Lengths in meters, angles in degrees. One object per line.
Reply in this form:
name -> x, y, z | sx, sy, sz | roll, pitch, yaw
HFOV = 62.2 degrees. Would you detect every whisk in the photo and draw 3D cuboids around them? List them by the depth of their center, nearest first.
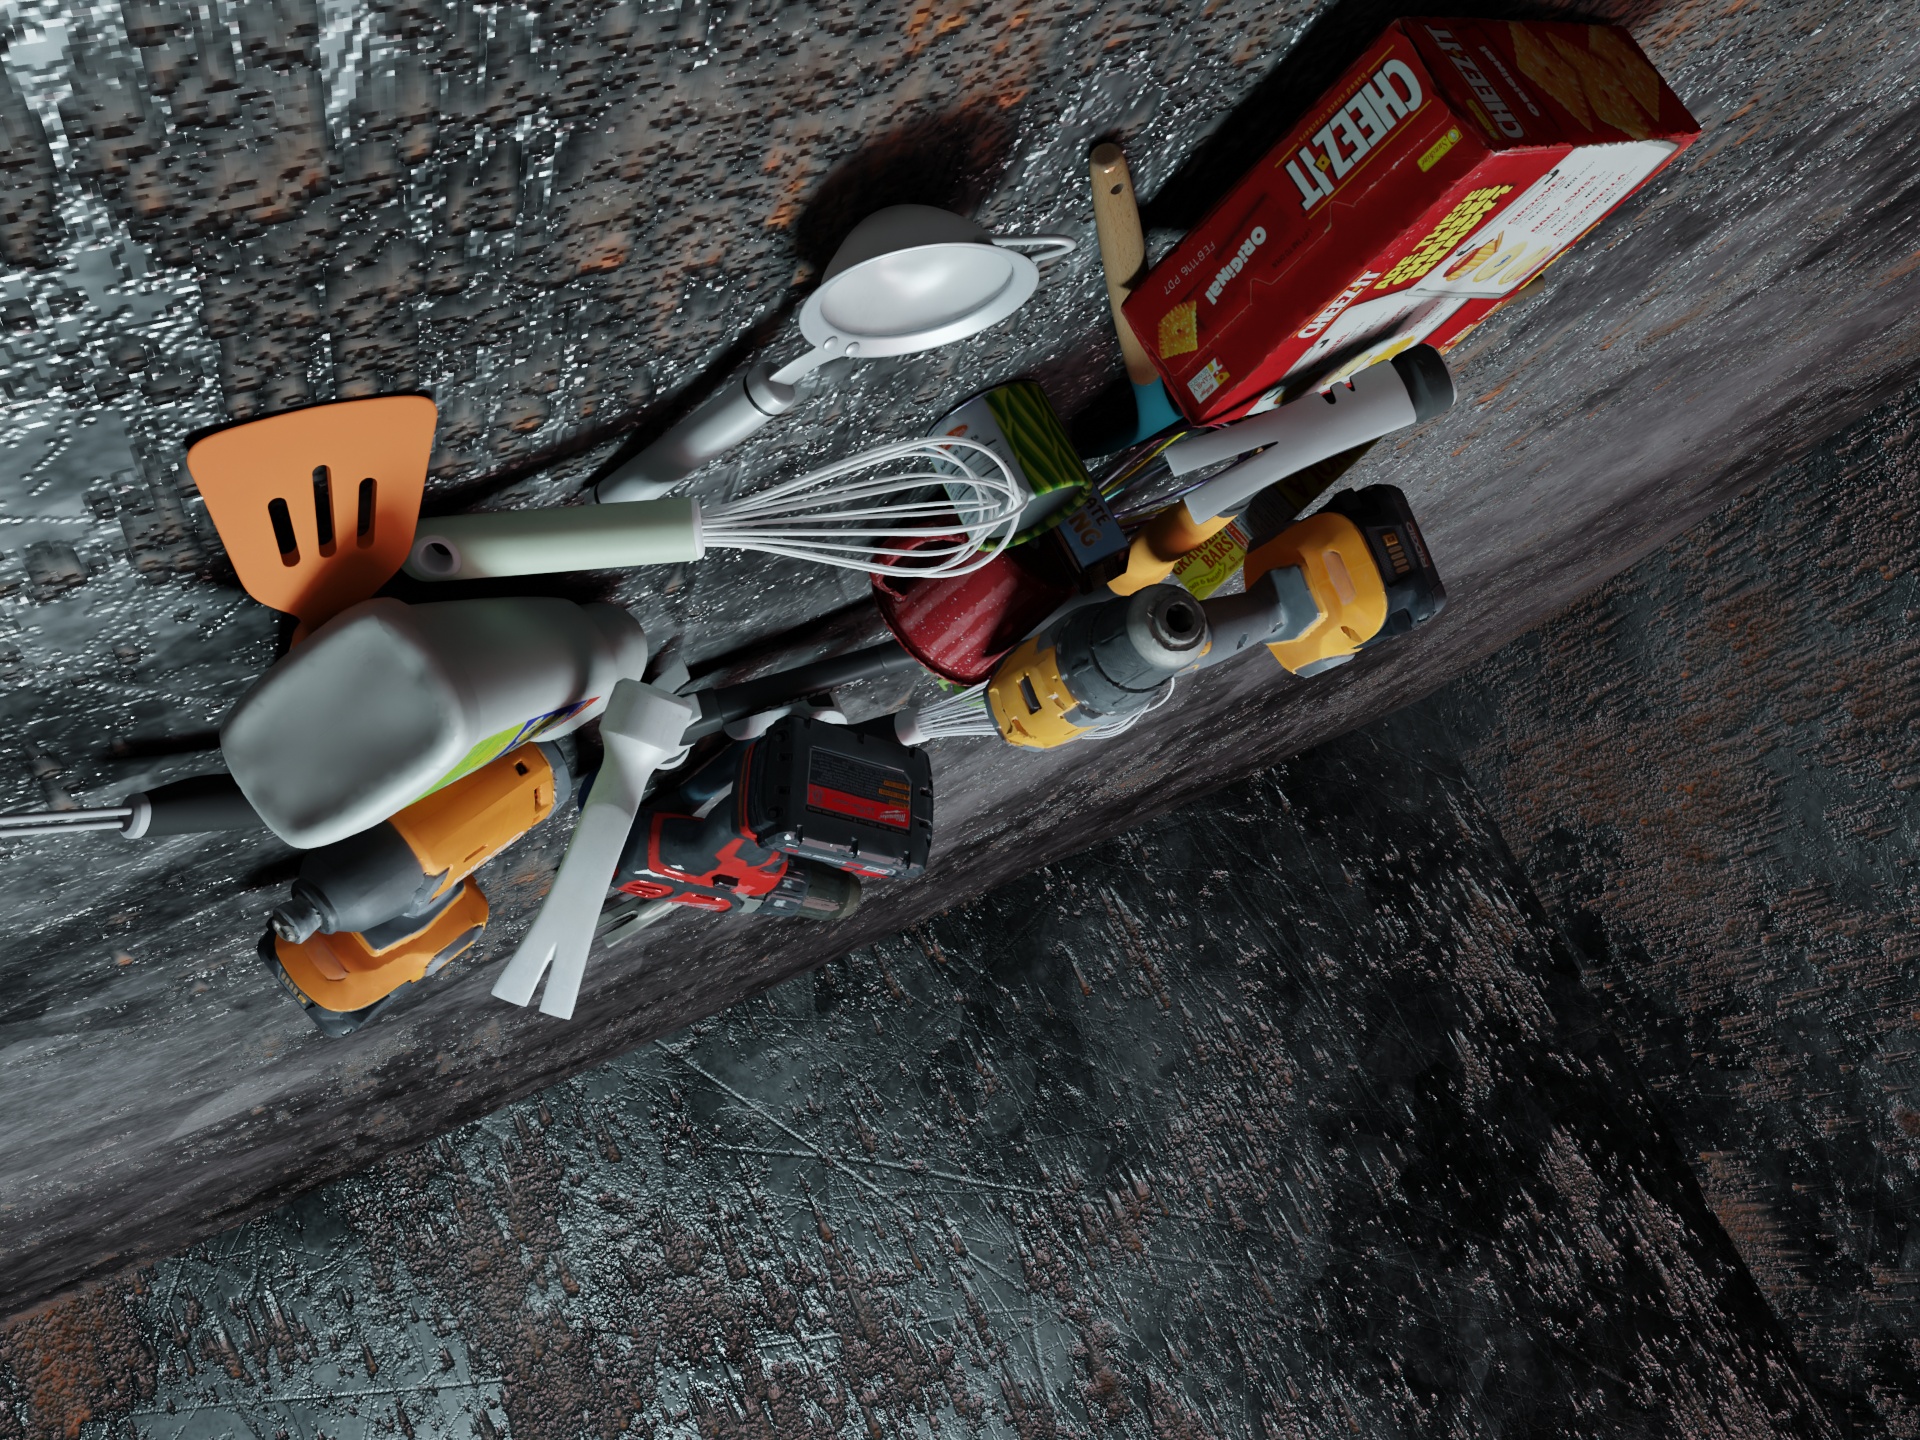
whisk -> -0.095, -0.077, 0.622 | 0.246, 0.057, 0.059 | -5, -152, -5
whisk -> 0.067, -0.119, 0.957 | 0.245, 0.047, 0.051 | -25, 171, 16
whisk -> -0.002, -0.004, 0.991 | 0.284, 0.070, 0.070 | -13, 176, 27

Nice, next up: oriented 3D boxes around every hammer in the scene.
hammer -> 0.122, -0.105, 0.812 | 0.127, 0.034, 0.337 | -24, 178, -11
hammer -> -0.191, 0.054, 0.838 | 0.405, 0.035, 0.144 | 179, -68, -78
hammer -> -0.034, -0.042, 0.966 | 0.334, 0.035, 0.146 | -17, 172, -13
hammer -> -0.203, 0.059, 1.161 | 0.331, 0.033, 0.128 | -35, 165, 38
hammer -> -0.233, 0.131, 1.286 | 0.149, 0.037, 0.359 | -29, 177, -13

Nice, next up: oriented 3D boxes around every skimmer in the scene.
skimmer -> -0.379, 0.069, 0.624 | 0.127, 0.090, 0.363 | -35, 162, 34

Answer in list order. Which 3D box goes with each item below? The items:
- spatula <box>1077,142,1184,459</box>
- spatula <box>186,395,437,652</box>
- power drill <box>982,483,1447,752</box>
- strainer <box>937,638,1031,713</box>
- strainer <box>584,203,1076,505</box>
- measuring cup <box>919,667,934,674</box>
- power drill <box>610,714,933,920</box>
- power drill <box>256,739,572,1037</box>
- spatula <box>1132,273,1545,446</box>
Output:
spatula -> 0.077, -0.182, 0.739 | 0.082, 0.044, 0.317 | -26, 164, 4
spatula -> -0.267, -0.031, 0.645 | 0.081, 0.041, 0.322 | -21, 171, -31
power drill -> 0.139, -0.053, 0.821 | 0.226, 0.084, 0.185 | -20, 175, -21
strainer -> 0.115, -0.066, 1.105 | 0.256, 0.069, 0.151 | -37, -159, -13
strainer -> -0.067, -0.131, 0.597 | 0.258, 0.050, 0.086 | -27, 164, 33
measuring cup -> 0.040, -0.079, 1.064 | 0.167, 0.038, 0.083 | -26, 169, 8
power drill -> -0.106, 0.080, 1.033 | 0.187, 0.080, 0.226 | 17, 153, -32
power drill -> -0.315, 0.095, 0.873 | 0.164, 0.084, 0.226 | -40, 178, -40
spatula -> 0.220, -0.208, 0.921 | 0.316, 0.018, 0.060 | -24, -168, -20
